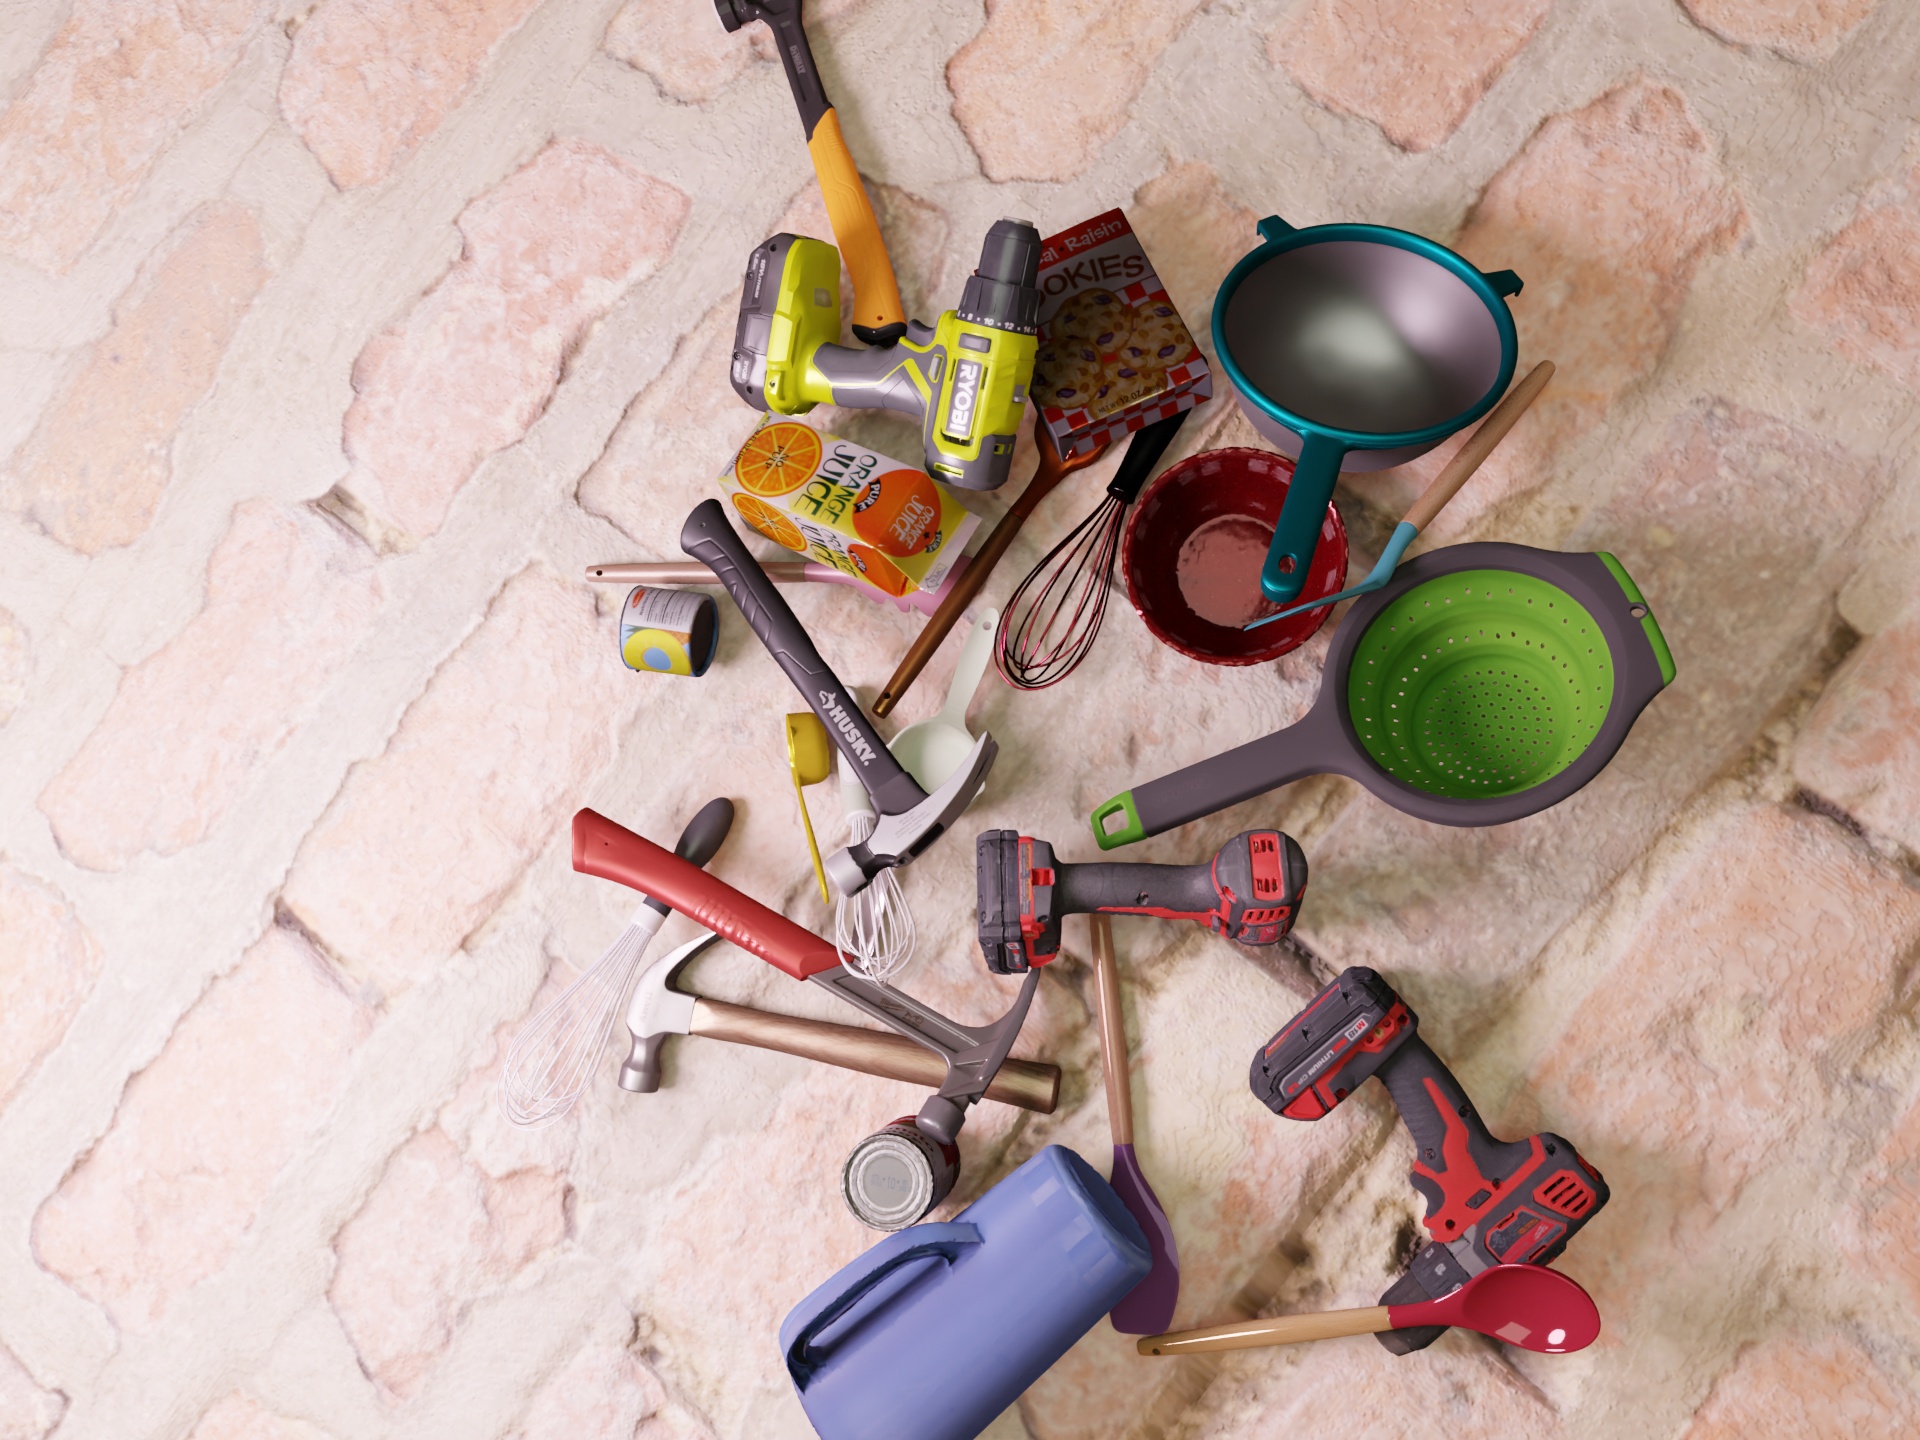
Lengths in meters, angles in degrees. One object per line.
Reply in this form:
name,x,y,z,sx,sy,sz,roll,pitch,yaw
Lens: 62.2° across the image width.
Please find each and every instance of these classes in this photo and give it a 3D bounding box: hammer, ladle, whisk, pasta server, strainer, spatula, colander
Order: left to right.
whisk,-0.252,0.175,1.186,0.070,0.070,0.285,28,72,12
pasta server,-0.143,-0.114,1.242,0.316,0.040,0.060,1,83,14
hammer,-0.124,0.155,1.156,0.359,0.036,0.149,29,61,8
hammer,-0.108,-0.042,1.159,0.146,0.035,0.335,-36,65,0
hammer,-0.097,-0.458,1.273,0.127,0.034,0.337,-19,80,8
hammer,-0.089,0.239,1.184,0.331,0.031,0.130,9,85,10
whisk,-0.072,0.078,1.160,0.058,0.059,0.247,-15,58,9
spatula,0.026,-0.137,1.189,0.081,0.041,0.323,30,76,17
whisk,0.111,-0.151,1.190,0.073,0.073,0.296,27,81,12
spatula,0.117,0.279,1.149,0.060,0.018,0.316,-11,80,29
strainer,0.259,-0.199,1.110,0.211,0.095,0.341,17,62,11
ladle,0.263,0.404,1.064,0.315,0.031,0.069,-17,102,25
colander,0.286,0.018,1.113,0.397,0.094,0.205,-23,60,13
spatula,0.323,-0.159,1.116,0.044,0.082,0.317,46,71,-8

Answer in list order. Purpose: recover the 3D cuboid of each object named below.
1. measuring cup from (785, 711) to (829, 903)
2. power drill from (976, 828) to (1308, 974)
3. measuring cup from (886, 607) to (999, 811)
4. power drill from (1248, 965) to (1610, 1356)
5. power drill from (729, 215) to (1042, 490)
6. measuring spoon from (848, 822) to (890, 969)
measuring cup,-0.104,0.063,1.180,0.029,0.062,0.157,-10,61,-11
power drill,0.125,0.125,1.100,0.219,0.143,0.079,-3,67,5
measuring cup,-0.002,-0.004,1.198,0.083,0.038,0.167,19,84,11
power drill,0.299,0.303,1.089,0.227,0.080,0.188,46,99,8
power drill,-0.048,-0.289,1.180,0.229,0.080,0.190,19,107,23
measuring spoon,-0.063,0.132,1.204,0.034,0.018,0.124,15,92,11
